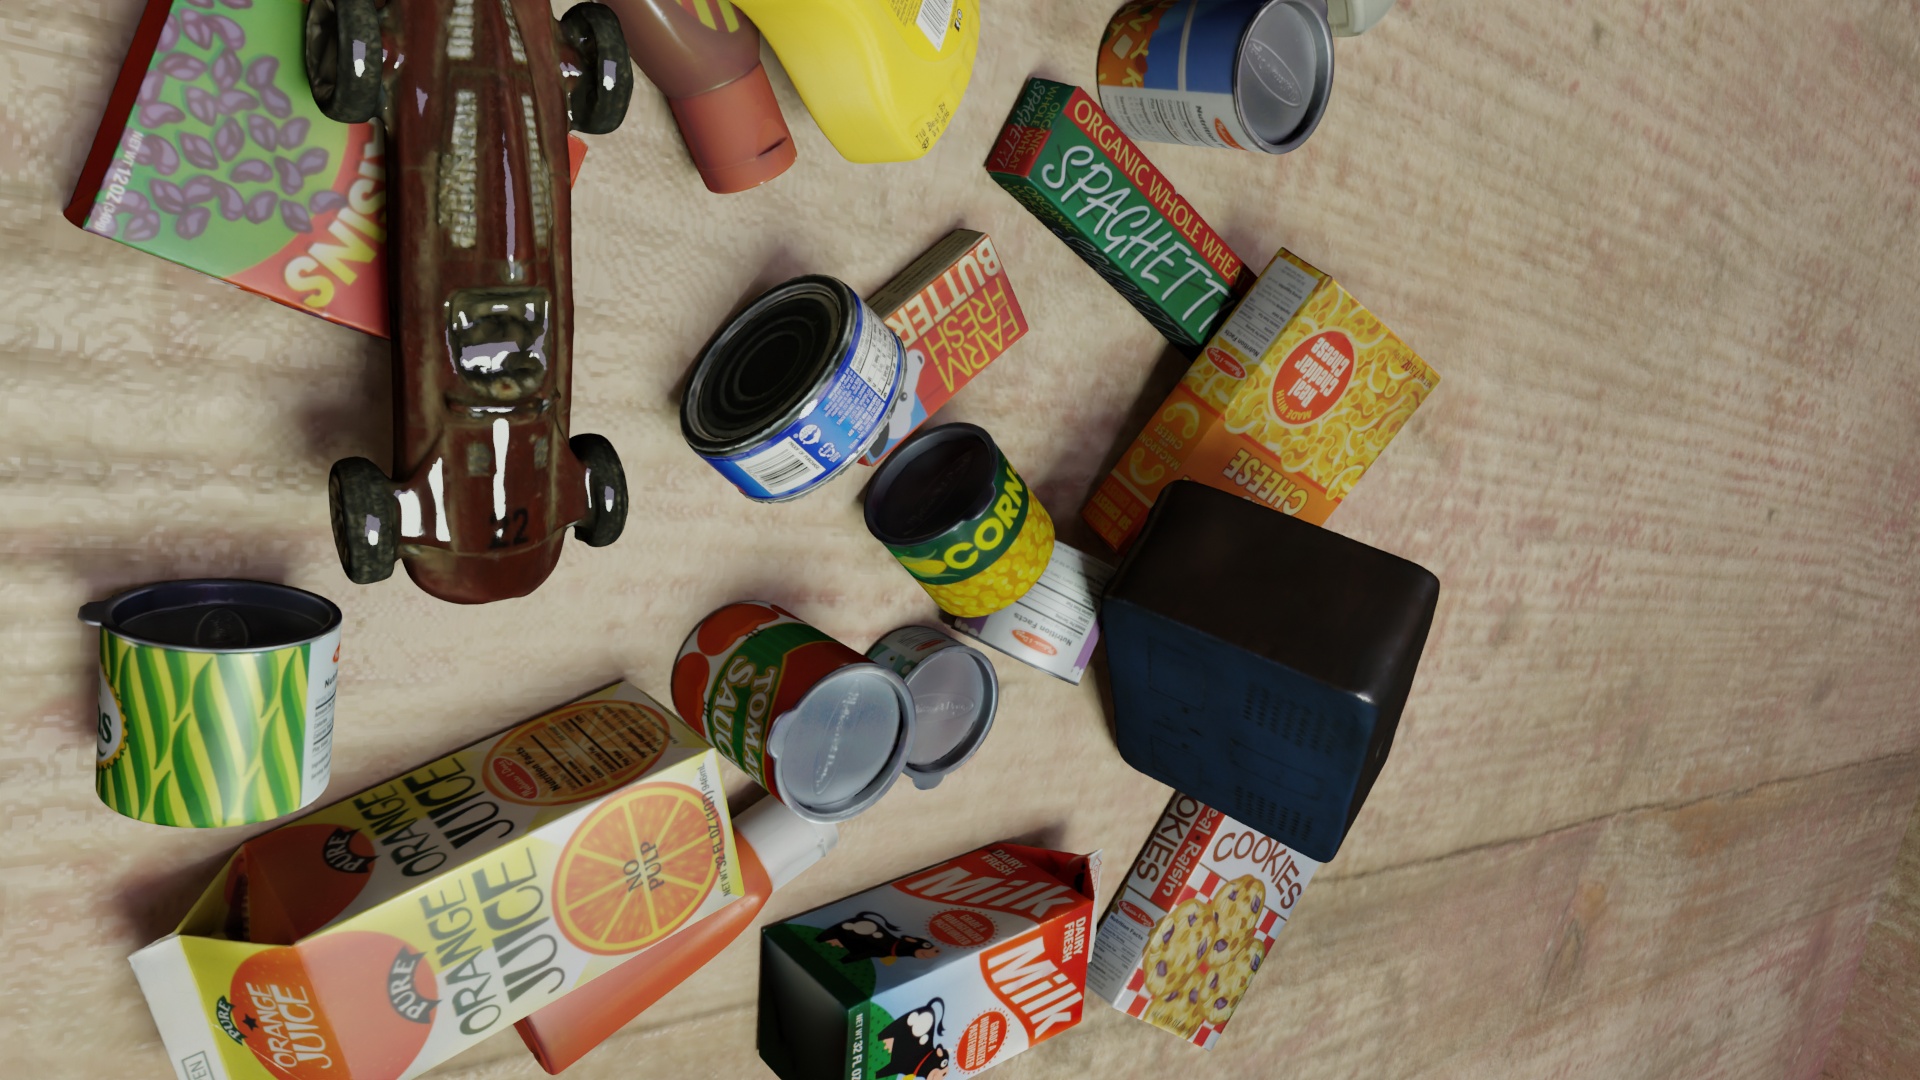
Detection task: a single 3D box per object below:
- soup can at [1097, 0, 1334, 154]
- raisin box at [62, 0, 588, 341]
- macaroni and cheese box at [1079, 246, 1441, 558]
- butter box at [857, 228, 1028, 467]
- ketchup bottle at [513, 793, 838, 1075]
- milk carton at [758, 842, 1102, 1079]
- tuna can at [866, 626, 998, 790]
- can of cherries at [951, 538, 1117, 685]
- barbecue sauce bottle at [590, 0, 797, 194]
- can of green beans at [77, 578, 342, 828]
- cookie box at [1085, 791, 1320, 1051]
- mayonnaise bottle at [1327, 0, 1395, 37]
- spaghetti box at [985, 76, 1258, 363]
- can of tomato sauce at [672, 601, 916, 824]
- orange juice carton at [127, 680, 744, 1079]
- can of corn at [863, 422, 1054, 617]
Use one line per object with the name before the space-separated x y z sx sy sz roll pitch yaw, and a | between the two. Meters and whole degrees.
soup can | 0.114 -0.212 0.622 0.071 0.084 0.071 -16 116 -36
raisin box | -0.189 -0.111 0.426 0.123 0.040 0.086 20 93 -42
macaroni and cheese box | 0.156 -0.049 0.717 0.123 0.040 0.166 26 106 -42
butter box | -0.019 -0.084 0.594 0.104 0.024 0.053 -43 128 -21
ketchup bottle | -0.119 0.155 0.581 0.149 0.043 0.064 -32 138 -29
milk carton | 0.000 0.209 0.686 0.191 0.073 0.072 -10 112 -39
tuna can | -0.018 0.078 0.649 0.071 0.033 0.070 -16 116 -36
can of cherries | 0.037 0.029 0.659 0.071 0.071 0.058 26 87 -43
barbecue sauce bottle | -0.099 -0.193 0.471 0.065 0.043 0.148 -46 131 -33
can of green beans | -0.230 0.049 0.432 0.071 0.071 0.057 -2 107 -41
cookie box | 0.153 0.214 0.845 0.122 0.040 0.167 39 80 -42
mayonnaise bottle | 0.226 -0.323 0.707 0.148 0.041 0.064 -47 129 -17
spaghetti box | 0.105 -0.132 0.682 0.250 0.029 0.050 32 85 -43
can of tomato sauce | -0.071 0.068 0.565 0.071 0.083 0.071 -16 116 -36
orange juice carton | -0.182 0.128 0.498 0.193 0.073 0.071 -23 120 -33
can of corn | 0.002 -0.008 0.609 0.071 0.071 0.058 -52 132 -14
